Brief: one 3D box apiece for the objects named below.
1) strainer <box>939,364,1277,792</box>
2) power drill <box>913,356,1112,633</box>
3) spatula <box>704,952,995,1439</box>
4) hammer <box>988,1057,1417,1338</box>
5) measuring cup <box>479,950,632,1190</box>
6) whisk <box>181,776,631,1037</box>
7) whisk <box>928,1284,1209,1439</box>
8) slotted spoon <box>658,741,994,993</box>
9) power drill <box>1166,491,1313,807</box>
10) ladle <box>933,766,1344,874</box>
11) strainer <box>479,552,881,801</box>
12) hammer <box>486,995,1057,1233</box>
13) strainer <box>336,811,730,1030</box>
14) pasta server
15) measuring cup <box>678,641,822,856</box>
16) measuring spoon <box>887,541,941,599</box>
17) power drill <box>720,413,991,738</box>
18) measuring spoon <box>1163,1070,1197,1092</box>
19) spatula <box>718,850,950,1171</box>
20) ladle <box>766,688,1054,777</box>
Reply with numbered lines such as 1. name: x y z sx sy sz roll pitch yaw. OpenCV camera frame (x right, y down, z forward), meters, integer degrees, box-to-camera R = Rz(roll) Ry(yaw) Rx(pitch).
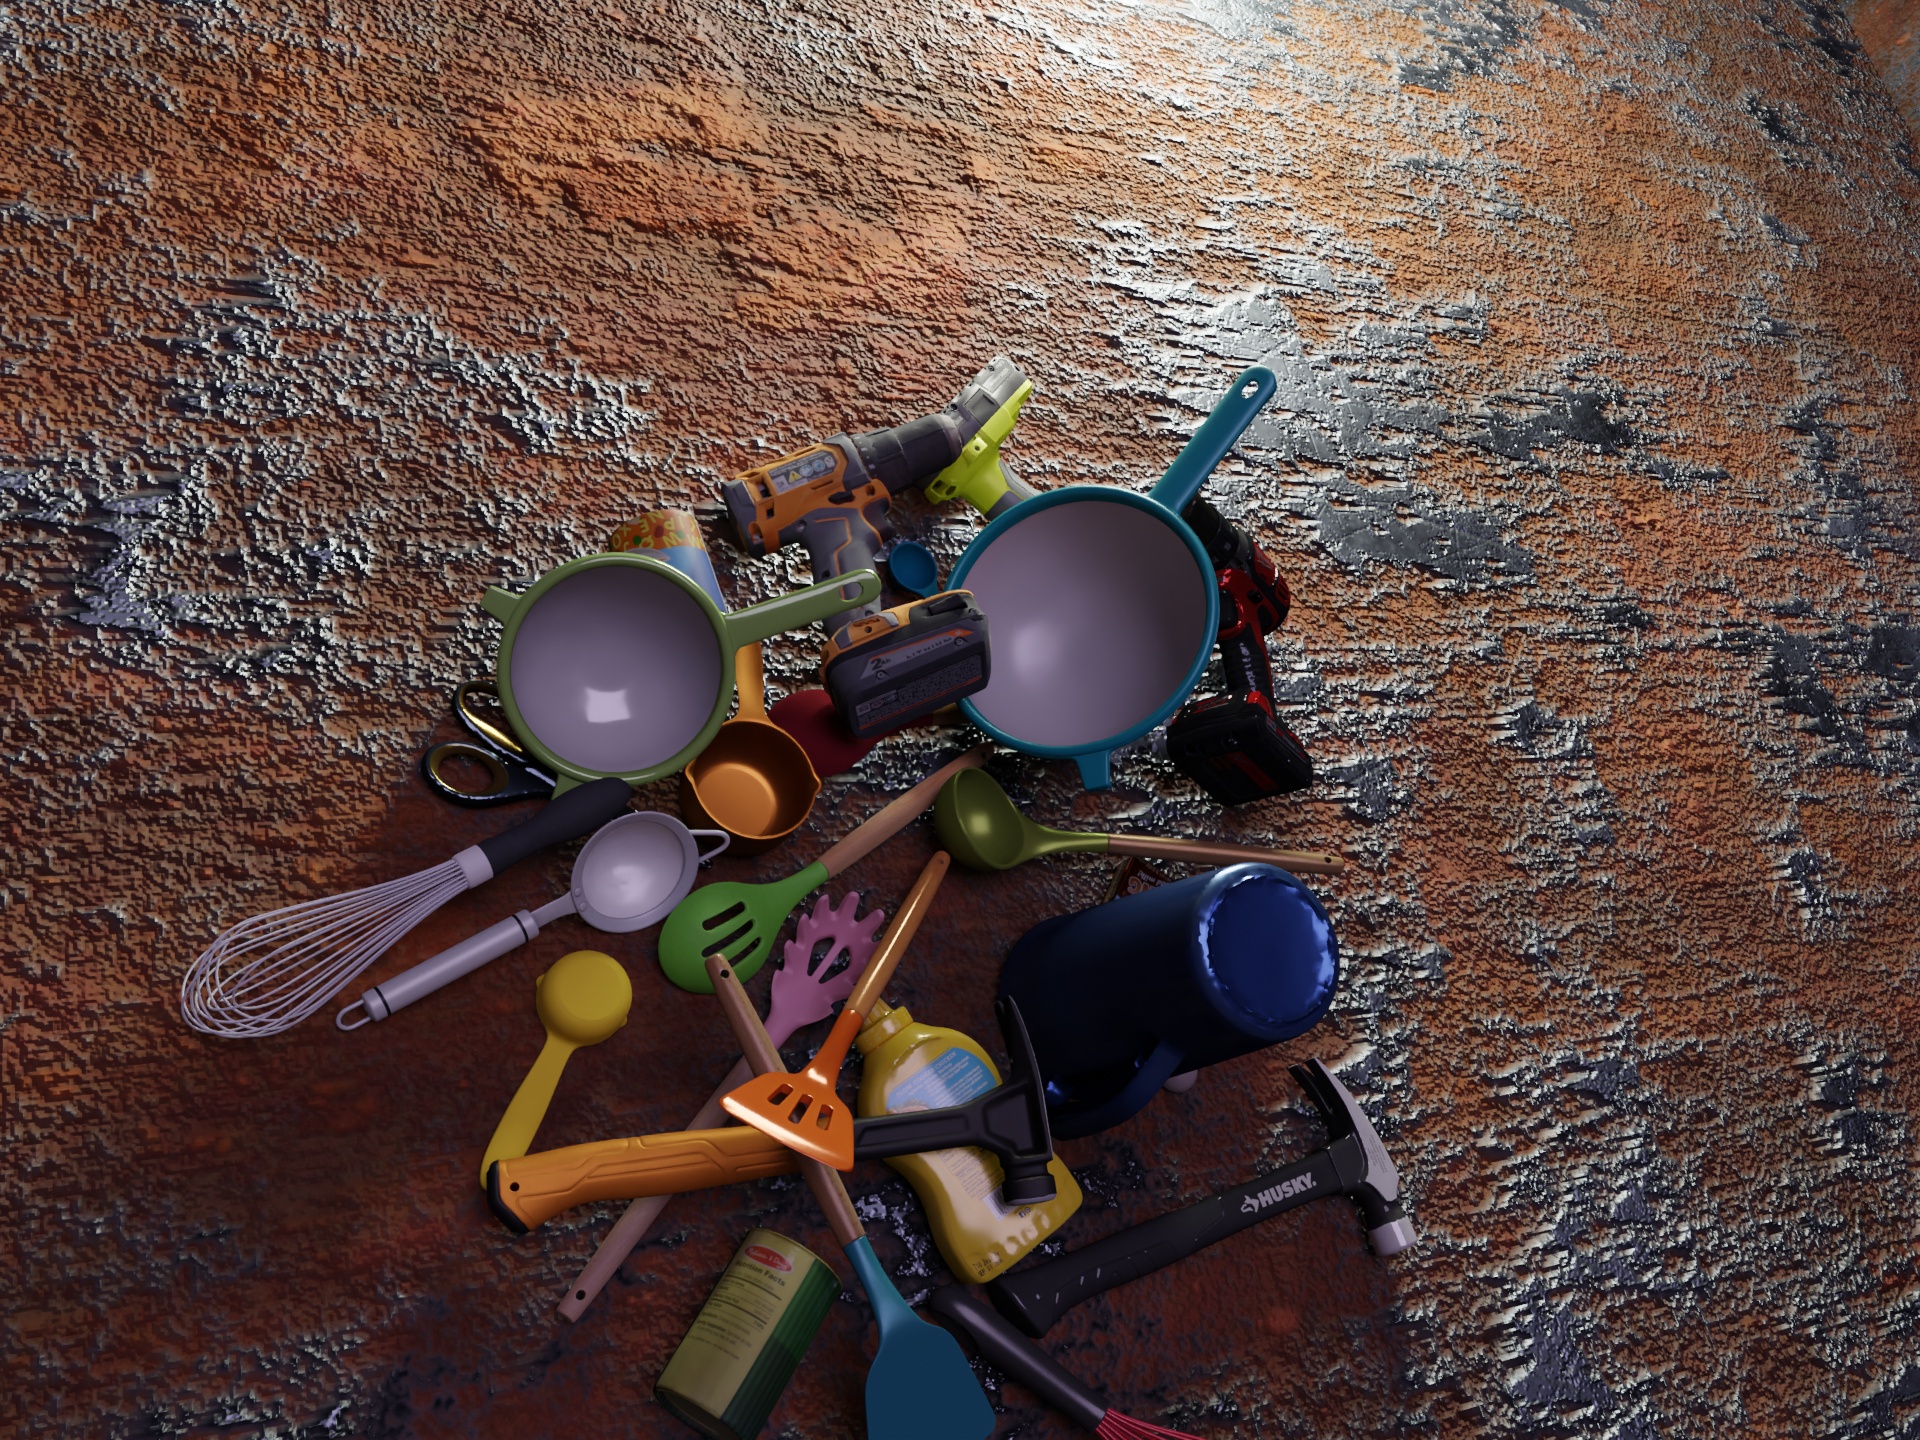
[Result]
1. strainer: 0.133 -0.112 1.187 0.211 0.095 0.340 35 85 26
2. power drill: 0.073 -0.181 1.302 0.223 0.080 0.171 43 54 -6
3. spatula: -0.078 0.280 0.921 0.082 0.044 0.318 -21 73 -27
4. hammer: 0.165 0.341 1.093 0.334 0.035 0.146 -10 70 -31
5. measuring cup: -0.246 0.207 0.955 0.062 0.029 0.157 29 53 -11
6. whisk: -0.318 0.101 0.940 0.284 0.070 0.070 -30 80 -30
7. whisk: 0.102 0.445 0.992 0.296 0.073 0.073 36 54 1
8. slotted spoon: -0.079 0.089 1.105 0.314 0.031 0.070 -34 106 -38
9. power drill: 0.209 -0.065 1.266 0.187 0.080 0.227 38 45 -46
10. ladle: 0.136 0.086 1.165 0.320 0.062 0.078 6 52 -11
11. strainer: -0.178 -0.053 1.054 0.256 0.069 0.151 -20 103 -14
12. hammer: -0.110 0.249 0.954 0.336 0.034 0.127 -4 72 -17
13. strainer: -0.264 0.121 0.986 0.258 0.086 0.050 -28 36 -30
14. pasta server: -0.145 0.233 0.990 0.060 0.040 0.316 35 55 3
15. measuring cup: -0.152 0.011 1.097 0.095 0.052 0.174 6 60 -24
16. measuring spoon: -0.018 -0.080 1.239 0.042 0.021 0.128 -32 91 -36
17. power drill: -0.051 -0.118 1.152 0.185 0.084 0.226 -23 63 -9
18. measuring spoon: 0.175 0.218 1.174 0.034 0.018 0.124 33 53 -7
19. spatula: -0.056 0.164 0.986 0.081 0.041 0.323 26 33 4
20. ladle: -0.002 -0.004 1.198 0.315 0.031 0.069 -6 67 -31
